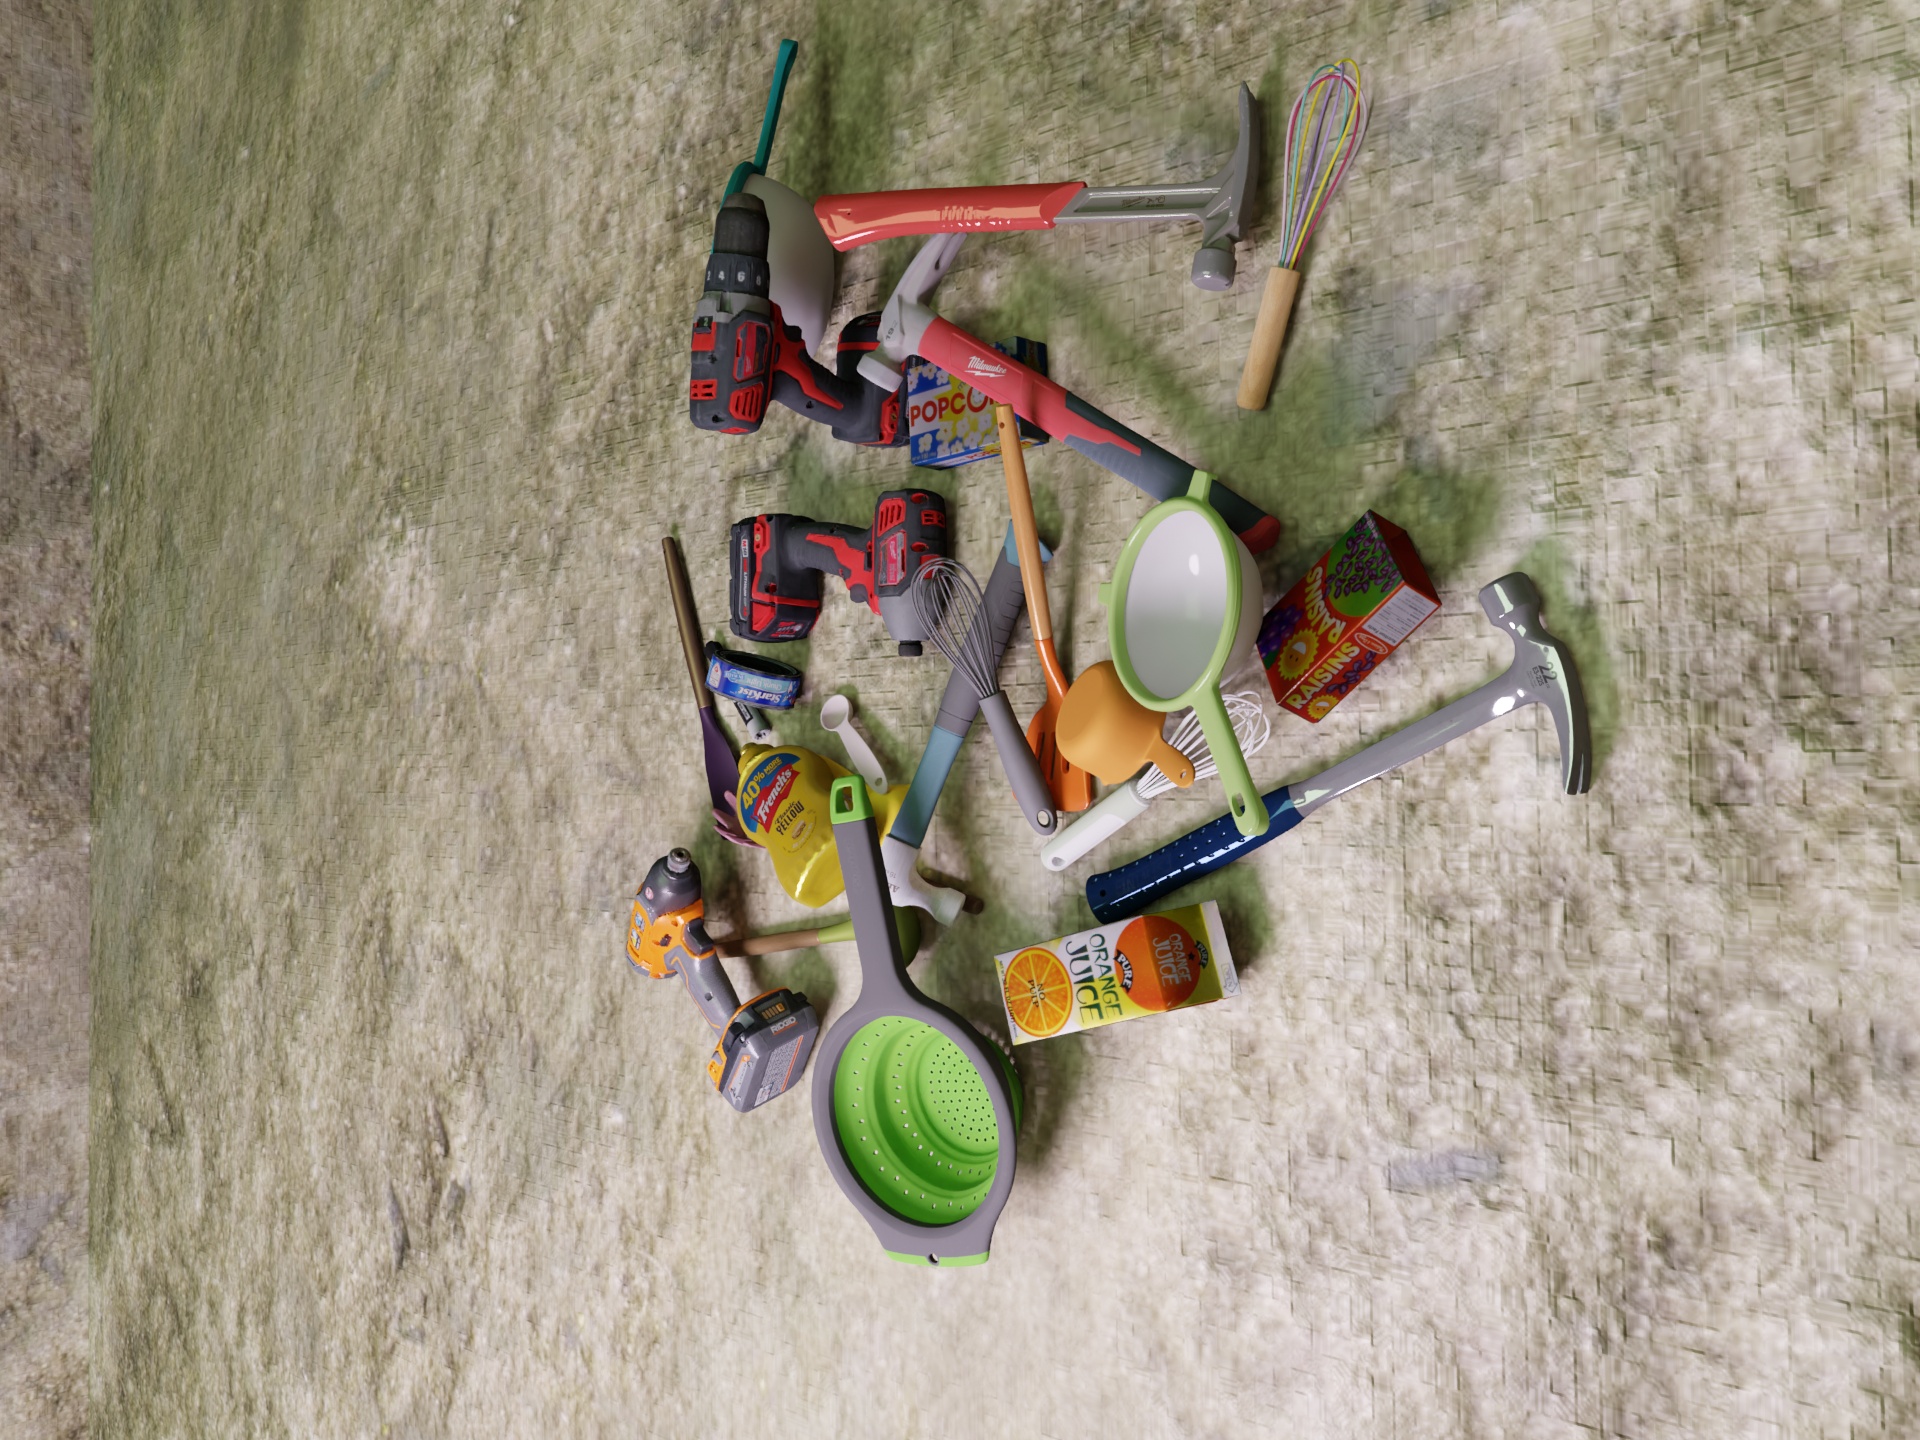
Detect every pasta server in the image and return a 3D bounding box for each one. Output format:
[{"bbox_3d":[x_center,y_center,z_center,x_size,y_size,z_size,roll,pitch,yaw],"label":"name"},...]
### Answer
[{"bbox_3d":[-0.105,0.121,1.430,0.316,0.040,0.060,15,61,39],"label":"pasta server"}]

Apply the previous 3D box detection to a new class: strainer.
[{"bbox_3d":[0.183,-0.035,1.097,0.151,0.069,0.257,-51,45,47],"label":"strainer"},{"bbox_3d":[-0.152,-0.446,1.433,0.095,0.211,0.340,11,84,0],"label":"strainer"}]

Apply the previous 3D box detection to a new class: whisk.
[{"bbox_3d":[0.142,0.051,1.203,0.246,0.057,0.059,-41,28,38],"label":"whisk"},{"bbox_3d":[0.023,-0.017,1.262,0.055,0.055,0.239,-21,95,40],"label":"whisk"},{"bbox_3d":[0.237,-0.341,1.125,0.047,0.051,0.245,24,108,34],"label":"whisk"}]

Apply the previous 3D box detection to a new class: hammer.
[{"bbox_3d":[0.091,-0.246,1.223,0.387,0.038,0.143,36,102,27],"label":"hammer"},{"bbox_3d":[0.246,0.057,1.113,0.405,0.035,0.144,-34,67,37],"label":"hammer"},{"bbox_3d":[0.050,-0.405,1.225,0.359,0.036,0.149,7,85,26],"label":"hammer"},{"bbox_3d":[-0.002,-0.004,1.308,0.128,0.033,0.331,23,97,6],"label":"hammer"}]

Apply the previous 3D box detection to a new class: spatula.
[{"bbox_3d":[0.056,-0.086,1.249,0.081,0.041,0.322,6,114,42],"label":"spatula"},{"bbox_3d":[-0.258,-0.037,1.584,0.060,0.018,0.316,-30,70,48],"label":"spatula"}]

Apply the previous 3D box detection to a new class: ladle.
[{"bbox_3d":[-0.151,0.204,1.460,0.320,0.062,0.078,-15,95,44],"label":"ladle"}]

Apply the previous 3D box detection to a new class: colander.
[{"bbox_3d":[-0.032,0.236,1.301,0.204,0.094,0.397,-12,89,36],"label":"colander"}]

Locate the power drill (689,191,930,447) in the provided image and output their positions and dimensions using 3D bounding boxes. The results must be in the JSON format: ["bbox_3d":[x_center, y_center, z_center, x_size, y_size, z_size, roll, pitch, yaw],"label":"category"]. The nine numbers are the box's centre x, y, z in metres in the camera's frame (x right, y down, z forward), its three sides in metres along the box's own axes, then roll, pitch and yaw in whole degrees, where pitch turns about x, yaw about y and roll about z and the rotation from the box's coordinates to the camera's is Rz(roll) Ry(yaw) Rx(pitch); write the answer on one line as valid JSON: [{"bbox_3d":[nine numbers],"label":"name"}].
[{"bbox_3d":[-0.127,-0.324,1.329,0.080,0.226,0.188,10,97,42],"label":"power drill"}]

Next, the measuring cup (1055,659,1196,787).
[{"bbox_3d":[0.120,0.009,1.161,0.095,0.052,0.174,-62,19,8],"label":"measuring cup"}]

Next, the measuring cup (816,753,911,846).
[{"bbox_3d":[-0.096,0.066,1.426,0.157,0.029,0.062,29,108,37],"label":"measuring cup"}]

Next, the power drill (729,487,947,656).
[{"bbox_3d":[-0.104,-0.124,1.411,0.220,0.078,0.143,-1,89,39],"label":"power drill"}]

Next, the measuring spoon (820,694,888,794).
[{"bbox_3d":[-0.089,0.024,1.420,0.034,0.018,0.124,-46,51,15],"label":"measuring spoon"}]

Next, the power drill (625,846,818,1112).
[{"bbox_3d":[-0.229,0.231,1.477,0.227,0.084,0.164,47,139,26],"label":"power drill"}]
